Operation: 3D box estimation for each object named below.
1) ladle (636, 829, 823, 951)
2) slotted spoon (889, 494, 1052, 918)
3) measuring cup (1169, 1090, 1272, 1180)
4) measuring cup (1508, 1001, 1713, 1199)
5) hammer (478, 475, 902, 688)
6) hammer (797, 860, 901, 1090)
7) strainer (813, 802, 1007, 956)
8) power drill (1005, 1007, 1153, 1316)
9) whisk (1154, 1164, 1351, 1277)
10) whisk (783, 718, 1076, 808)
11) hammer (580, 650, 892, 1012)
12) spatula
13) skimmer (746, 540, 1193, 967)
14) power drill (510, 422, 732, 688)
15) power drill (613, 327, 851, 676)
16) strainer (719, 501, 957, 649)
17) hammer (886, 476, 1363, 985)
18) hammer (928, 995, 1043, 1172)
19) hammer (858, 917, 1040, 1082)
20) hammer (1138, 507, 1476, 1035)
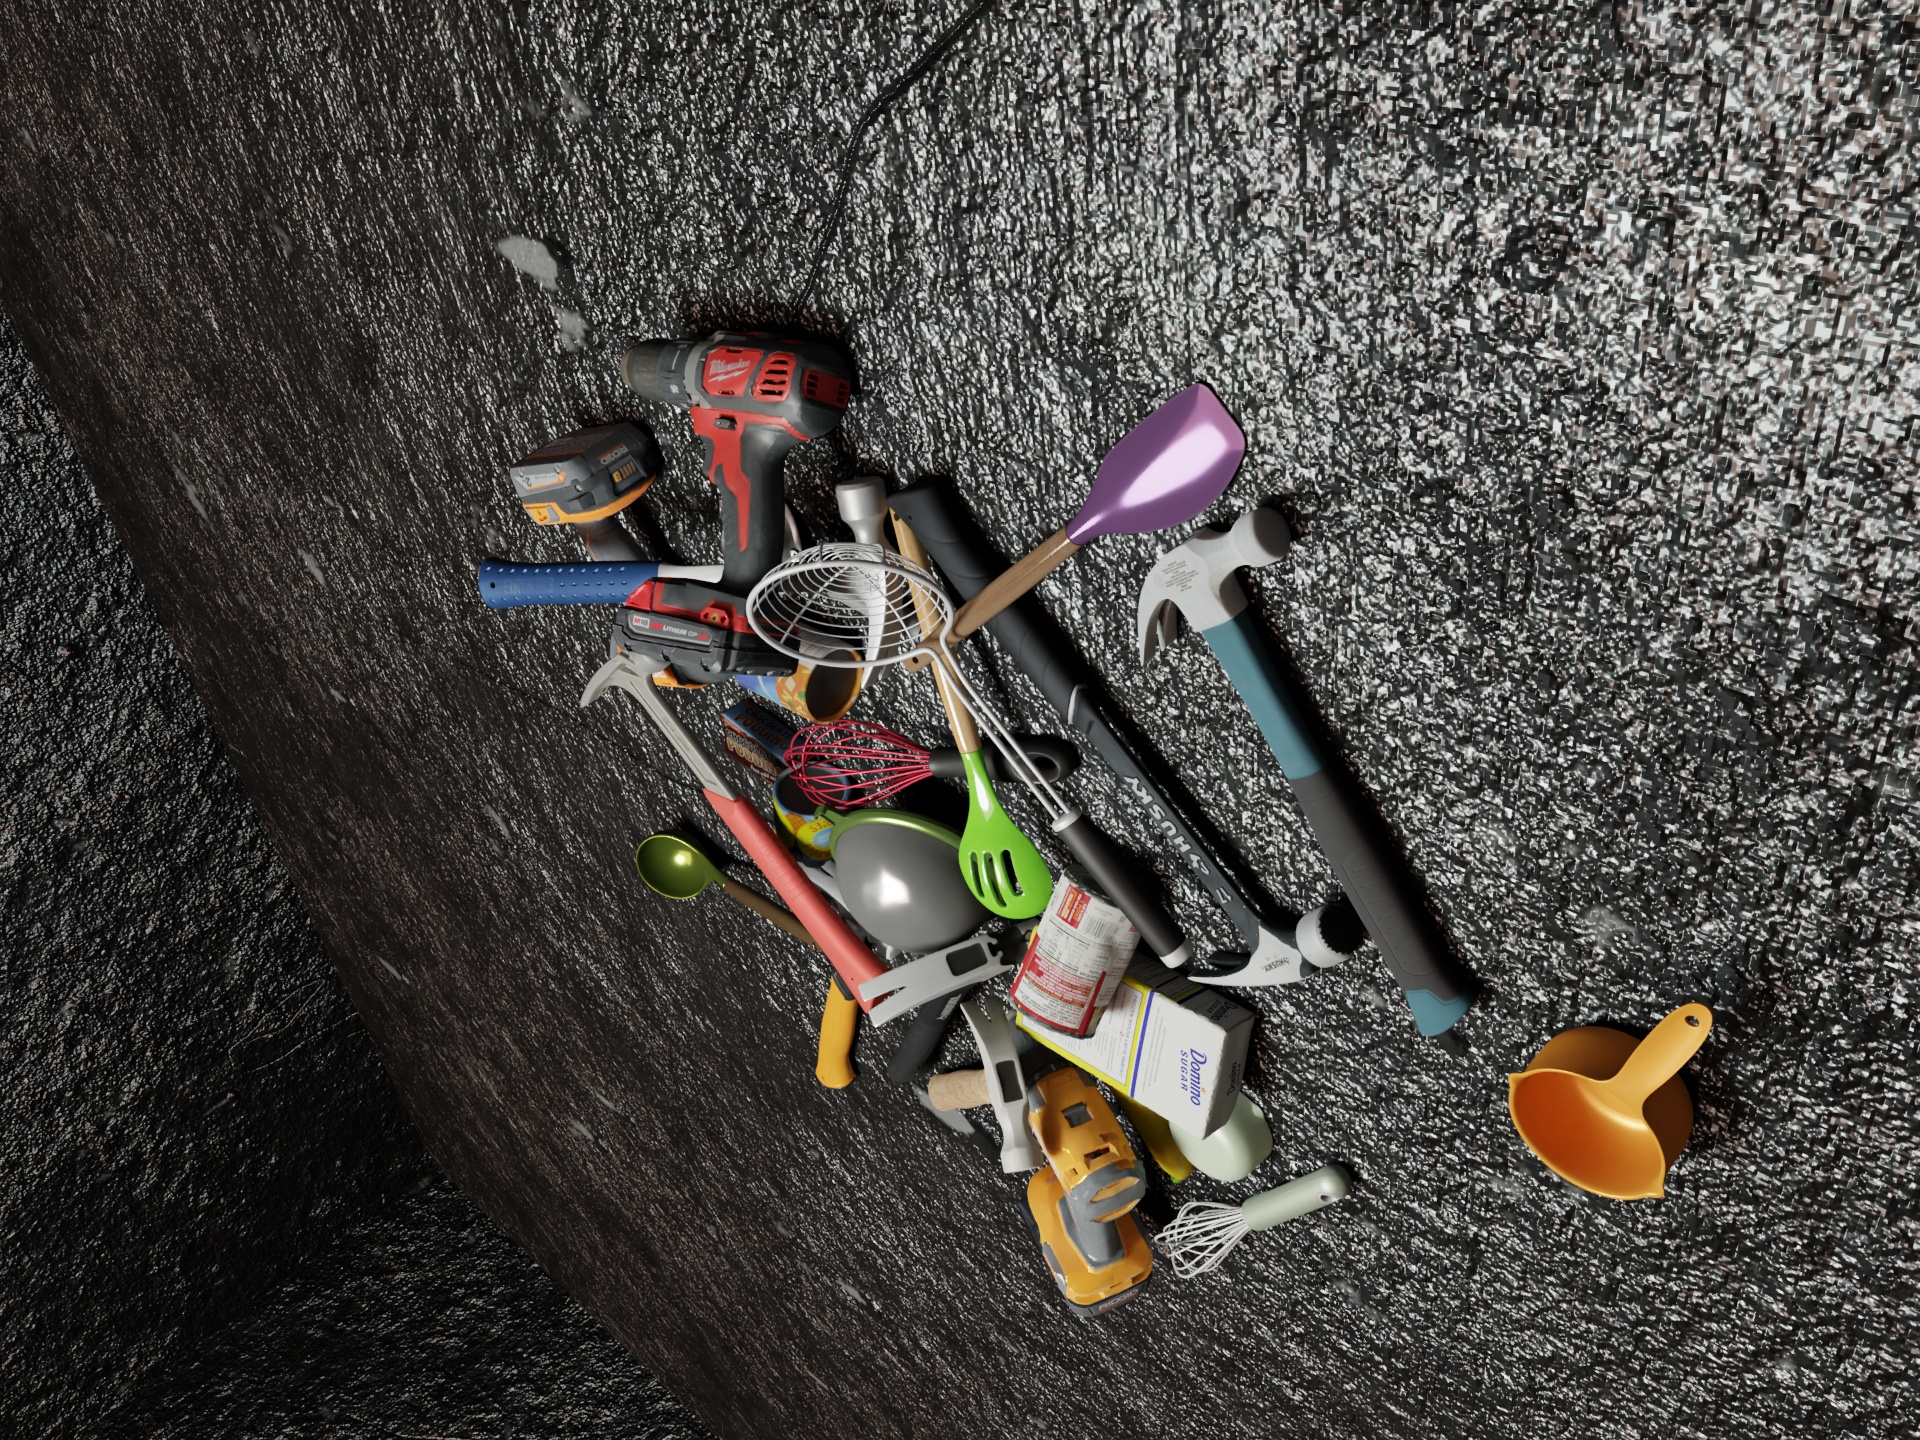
[{"bbox_3d":[-0.216,0.170,1.509,0.320,0.062,0.078,20,133,52],"label":"ladle"},{"bbox_3d":[-0.002,-0.004,1.096,0.070,0.031,0.313,-9,103,33],"label":"slotted spoon"},{"bbox_3d":[0.161,0.270,1.178,0.167,0.038,0.083,51,147,2],"label":"measuring cup"},{"bbox_3d":[0.359,0.183,0.837,0.095,0.052,0.173,39,143,22],"label":"measuring cup"},{"bbox_3d":[-0.213,-0.100,1.195,0.406,0.035,0.144,2,110,34],"label":"hammer"},{"bbox_3d":[-0.118,0.258,1.525,0.127,0.034,0.336,38,145,21],"label":"hammer"},{"bbox_3d":[-0.035,0.170,1.273,0.151,0.069,0.256,11,143,17],"label":"strainer"},{"bbox_3d":[0.087,0.353,1.284,0.226,0.084,0.186,82,163,-44],"label":"power drill"},{"bbox_3d":[0.219,0.374,1.202,0.057,0.059,0.246,19,146,-15],"label":"whisk"},{"bbox_3d":[-0.029,0.031,1.185,0.296,0.073,0.073,-2,119,45],"label":"whisk"},{"bbox_3d":[-0.177,0.092,1.314,0.359,0.037,0.149,53,144,-5],"label":"hammer"},{"bbox_3d":[0.055,-0.097,0.951,0.060,0.018,0.316,54,137,-2],"label":"spatula"},{"bbox_3d":[0.015,0.033,1.003,0.363,0.090,0.127,51,136,-7],"label":"skimmer"},{"bbox_3d":[-0.261,-0.126,1.310,0.164,0.084,0.226,5,128,47],"label":"power drill"},{"bbox_3d":[-0.172,-0.154,1.084,0.188,0.080,0.226,14,97,35],"label":"power drill"},{"bbox_3d":[-0.103,-0.105,1.165,0.259,0.050,0.086,29,126,29],"label":"strainer"},{"bbox_3d":[0.087,0.006,1.032,0.409,0.036,0.149,52,149,4],"label":"hammer"},{"bbox_3d":[0.010,0.304,1.328,0.331,0.031,0.130,125,135,-73],"label":"hammer"},{"bbox_3d":[-0.028,0.253,1.341,0.334,0.146,0.035,111,138,-62],"label":"hammer"},{"bbox_3d":[0.206,0.040,0.912,0.128,0.033,0.331,-18,106,55],"label":"hammer"}]
